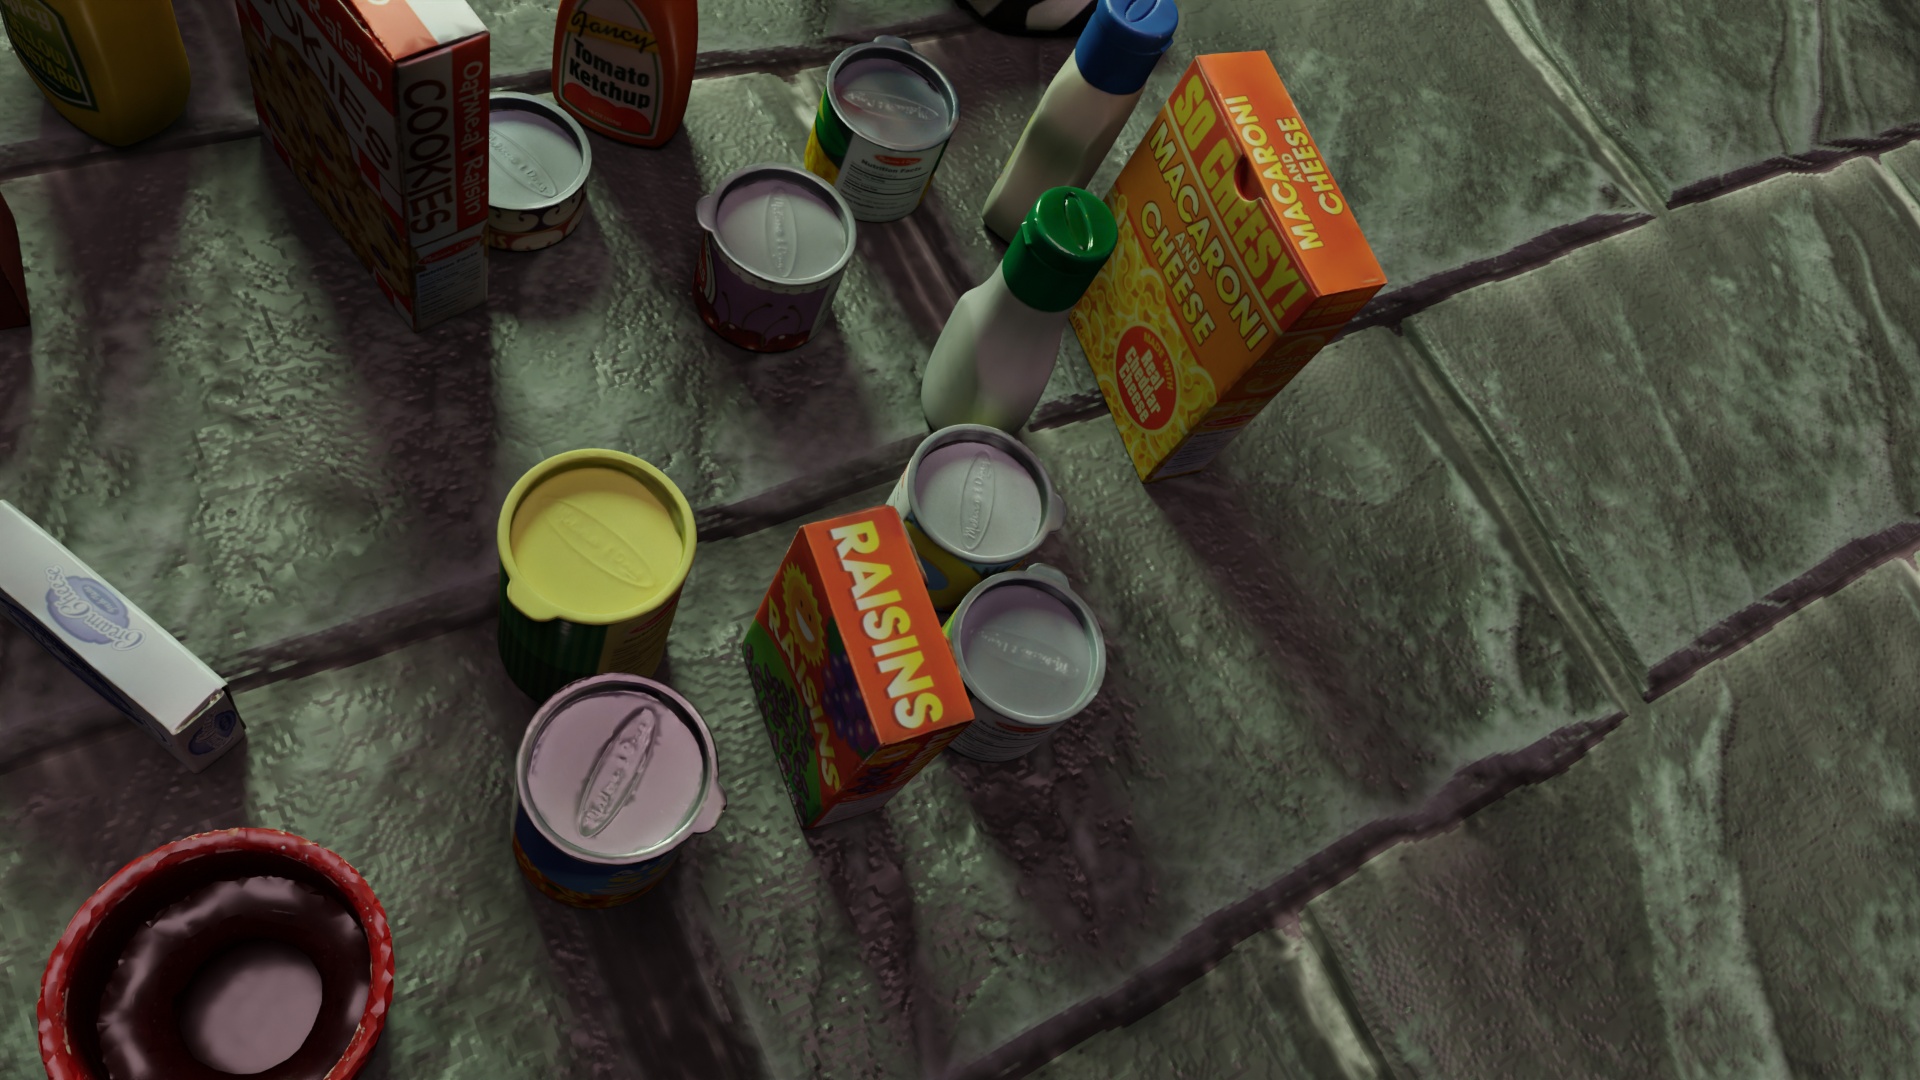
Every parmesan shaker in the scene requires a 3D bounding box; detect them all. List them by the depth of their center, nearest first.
[{"bbox_3d":[-0.141,0.020,0.518,0.071,0.102,0.071,8,63,-16],"label":"parmesan shaker"}]

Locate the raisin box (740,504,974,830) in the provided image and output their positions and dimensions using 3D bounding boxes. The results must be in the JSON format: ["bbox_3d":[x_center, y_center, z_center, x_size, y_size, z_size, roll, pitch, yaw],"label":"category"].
[{"bbox_3d":[-0.042,0.052,0.525,0.040,0.122,0.086,-13,70,-24],"label":"raisin box"}]

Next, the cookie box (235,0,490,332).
[{"bbox_3d":[-0.235,-0.178,0.544,0.040,0.166,0.123,-34,80,-29],"label":"cookie box"}]

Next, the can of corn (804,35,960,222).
[{"bbox_3d":[-0.040,-0.203,0.688,0.071,0.058,0.071,8,63,-16],"label":"can of corn"}]

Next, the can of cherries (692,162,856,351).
[{"bbox_3d":[-0.089,-0.129,0.635,0.071,0.058,0.072,8,63,-16],"label":"can of cherries"}]

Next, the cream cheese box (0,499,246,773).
[{"bbox_3d":[-0.299,0.035,0.484,0.104,0.053,0.024,39,59,2],"label":"cream cheese box"}]

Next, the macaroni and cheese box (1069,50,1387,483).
[{"bbox_3d":[0.109,-0.118,0.636,0.040,0.165,0.124,-13,70,-24],"label":"macaroni and cheese box"}]

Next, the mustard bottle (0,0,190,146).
[{"bbox_3d":[-0.342,-0.222,0.532,0.065,0.159,0.049,38,59,1],"label":"mustard bottle"}]

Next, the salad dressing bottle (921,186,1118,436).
[{"bbox_3d":[0.023,-0.094,0.605,0.044,0.147,0.064,-2,66,-20],"label":"salad dressing bottle"}]

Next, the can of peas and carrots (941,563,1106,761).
[{"bbox_3d":[0.020,0.052,0.584,0.071,0.058,0.071,8,63,-16],"label":"can of peas and carrots"}]

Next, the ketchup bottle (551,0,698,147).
[{"bbox_3d":[-0.145,-0.243,0.618,0.065,0.148,0.044,24,60,-7],"label":"ketchup bottle"}]

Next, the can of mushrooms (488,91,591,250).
[{"bbox_3d":[-0.203,-0.165,0.626,0.071,0.033,0.071,8,63,-16],"label":"can of mushrooms"}]

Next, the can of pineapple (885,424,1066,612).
[{"bbox_3d":[0.002,-0.008,0.608,0.071,0.057,0.071,8,63,-16],"label":"can of pineapple"}]

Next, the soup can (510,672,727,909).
[{"bbox_3d":[-0.124,0.094,0.499,0.071,0.083,0.071,8,63,-16],"label":"soup can"}]

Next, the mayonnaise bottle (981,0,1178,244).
[{"bbox_3d":[0.058,-0.205,0.671,0.041,0.147,0.065,38,59,1],"label":"mayonnaise bottle"}]
